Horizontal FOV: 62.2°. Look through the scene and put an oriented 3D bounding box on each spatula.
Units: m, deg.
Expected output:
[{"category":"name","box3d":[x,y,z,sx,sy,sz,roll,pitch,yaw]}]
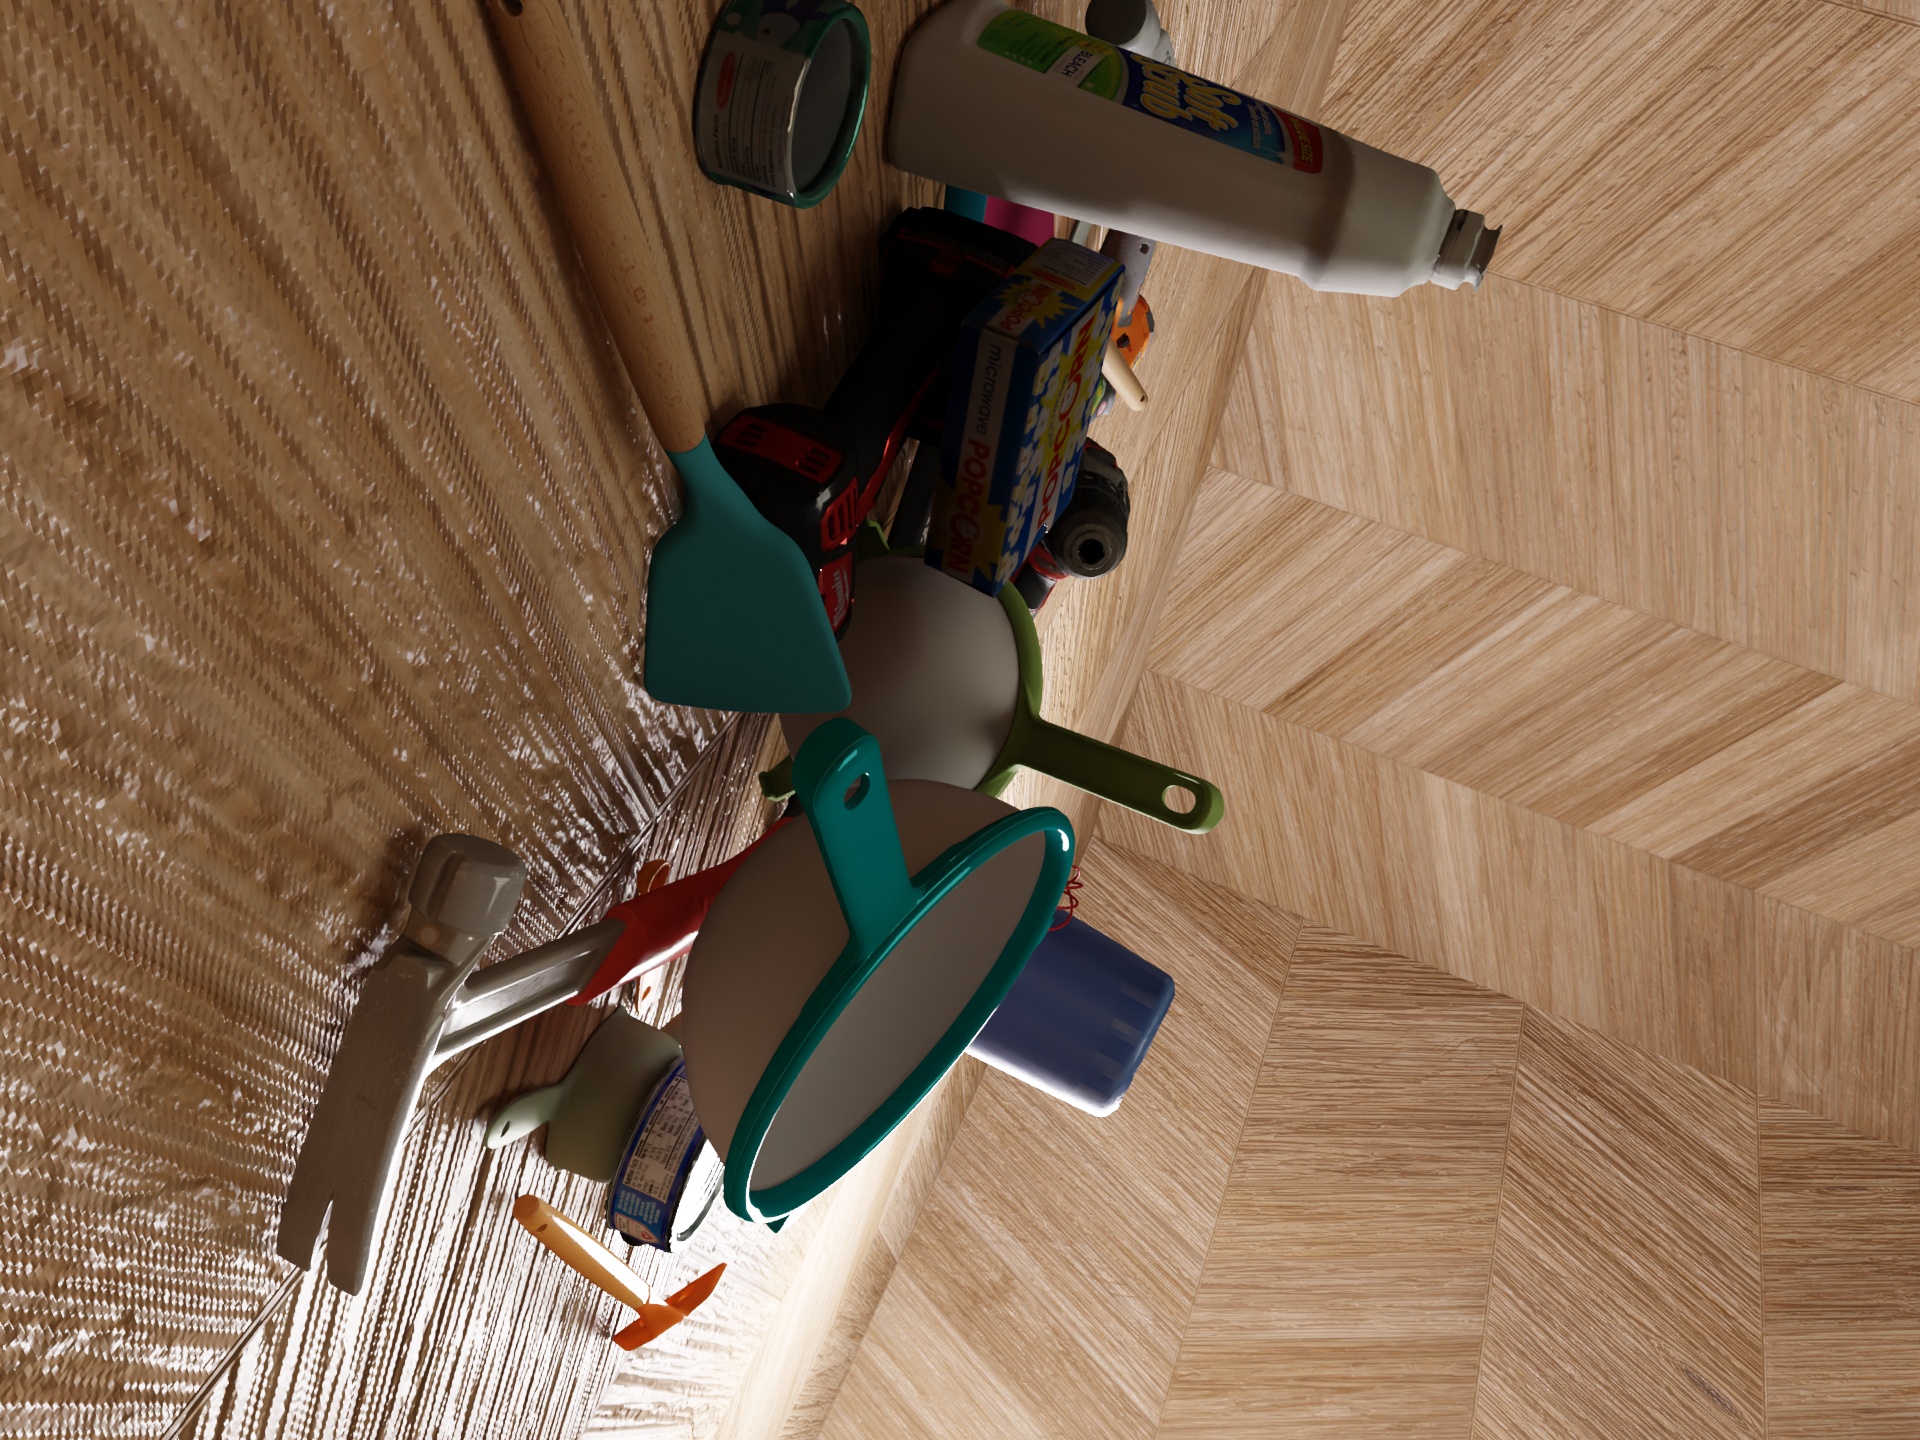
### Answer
[{"category":"spatula","box3d":[-0.093,-0.096,0.494,0.317,0.082,0.044,80,15,-62]},{"category":"spatula","box3d":[-0.183,0.292,0.843,0.081,0.041,0.322,-31,151,-13]}]

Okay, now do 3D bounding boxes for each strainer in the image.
[{"category":"strainer","box3d":[-0.001,-0.002,0.725,0.069,0.256,0.151,19,92,-53]},{"category":"strainer","box3d":[-0.055,0.069,0.619,0.211,0.095,0.340,-46,158,-19]}]

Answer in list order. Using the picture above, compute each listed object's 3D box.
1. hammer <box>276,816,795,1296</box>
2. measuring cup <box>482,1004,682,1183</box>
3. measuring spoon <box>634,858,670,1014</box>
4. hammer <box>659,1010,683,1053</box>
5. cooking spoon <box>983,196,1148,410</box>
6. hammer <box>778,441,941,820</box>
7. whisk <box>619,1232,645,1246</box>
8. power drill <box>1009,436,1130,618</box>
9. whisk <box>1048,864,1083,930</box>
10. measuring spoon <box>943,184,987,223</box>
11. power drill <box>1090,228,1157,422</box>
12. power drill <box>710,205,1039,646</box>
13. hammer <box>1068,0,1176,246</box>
[{"category":"hammer","box3d":[-0.135,0.097,0.651,0.149,0.037,0.359,-68,168,9]},{"category":"measuring cup","box3d":[-0.163,0.174,0.700,0.167,0.038,0.083,46,65,-82]},{"category":"measuring spoon","box3d":[-0.147,0.102,0.739,0.021,0.011,0.116,-56,167,-42]},{"category":"hammer","box3d":[-0.109,0.167,0.910,0.130,0.031,0.331,-37,170,-12]},{"category":"cooking spoon","box3d":[0.060,-0.245,0.920,0.069,0.017,0.318,-67,155,-3]},{"category":"hammer","box3d":[-0.038,-0.075,0.889,0.146,0.035,0.335,-14,124,-78]},{"category":"whisk","box3d":[-0.147,0.271,0.984,0.239,0.055,0.055,-19,129,-73]},{"category":"power drill","box3d":[0.031,-0.057,0.946,0.226,0.080,0.188,-60,-169,19]},{"category":"whisk","box3d":[-0.016,0.099,0.954,0.295,0.073,0.073,6,106,-53]},{"category":"measuring spoon","box3d":[-0.001,-0.228,0.768,0.021,0.042,0.128,-80,178,-66]},{"category":"power drill","box3d":[0.104,-0.304,1.076,0.226,0.084,0.164,106,10,-46]},{"category":"power drill","box3d":[-0.040,-0.112,0.690,0.143,0.078,0.220,99,18,-50]},{"category":"hammer","box3d":[0.031,-0.165,0.849,0.405,0.035,0.144,-69,164,7]}]
